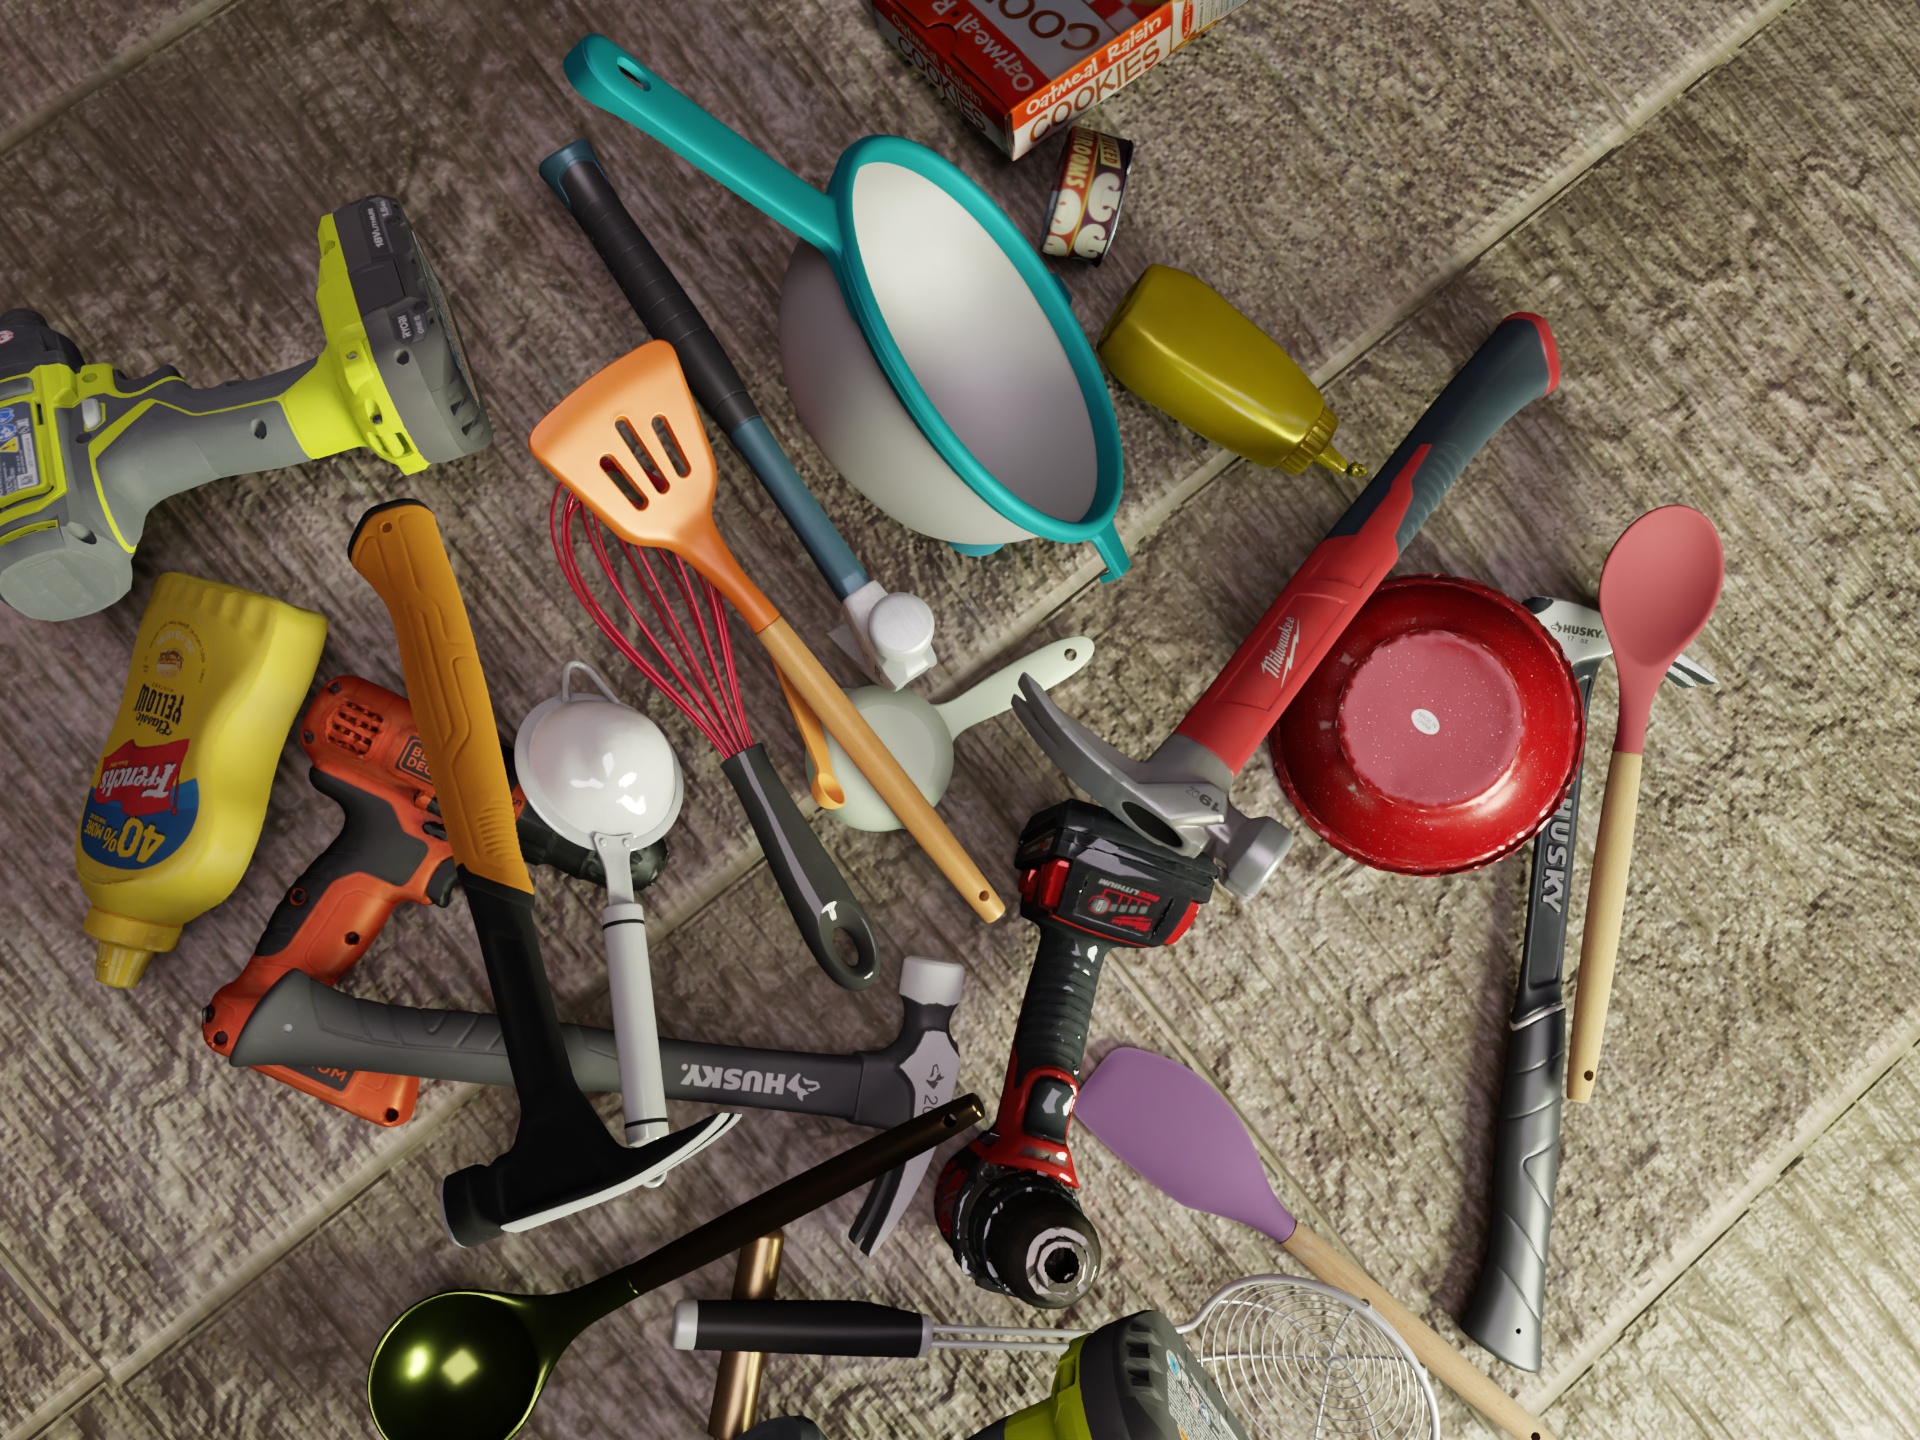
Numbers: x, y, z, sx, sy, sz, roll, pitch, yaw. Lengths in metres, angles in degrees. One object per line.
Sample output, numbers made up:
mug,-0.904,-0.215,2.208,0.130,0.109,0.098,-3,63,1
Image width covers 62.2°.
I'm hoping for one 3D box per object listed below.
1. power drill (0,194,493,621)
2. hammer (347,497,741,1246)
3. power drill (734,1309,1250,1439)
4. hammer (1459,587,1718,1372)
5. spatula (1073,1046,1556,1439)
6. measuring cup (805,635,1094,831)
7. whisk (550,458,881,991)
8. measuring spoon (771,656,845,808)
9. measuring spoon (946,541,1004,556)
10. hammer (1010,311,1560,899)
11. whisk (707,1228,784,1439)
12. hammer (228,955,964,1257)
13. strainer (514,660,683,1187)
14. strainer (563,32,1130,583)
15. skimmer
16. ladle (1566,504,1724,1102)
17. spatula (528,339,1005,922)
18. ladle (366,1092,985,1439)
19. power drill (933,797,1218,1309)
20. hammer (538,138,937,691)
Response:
power drill,-0.351,-0.158,0.749,0.223,0.080,0.171,-21,62,-7
hammer,-0.206,0.048,0.708,0.127,0.034,0.337,-21,74,3
power drill,0.022,0.381,0.734,0.228,0.080,0.190,-27,108,16
hammer,0.316,0.138,0.855,0.149,0.036,0.409,8,85,-8
spatula,0.192,0.282,0.834,0.316,0.018,0.060,41,83,-2
measuring cup,-0.001,-0.003,0.817,0.167,0.038,0.083,-29,90,-7
whisk,-0.116,0.000,0.778,0.073,0.073,0.296,-28,85,-9
measuring spoon,-0.080,0.000,0.790,0.011,0.021,0.117,-39,50,18
measuring spoon,-0.019,-0.141,0.834,0.042,0.021,0.128,-41,93,-9
hammer,0.186,-0.093,0.797,0.143,0.038,0.386,37,63,9
whisk,-0.120,0.370,0.775,0.051,0.047,0.245,13,80,-19
hammer,-0.163,0.167,0.751,0.334,0.035,0.146,11,85,-20
strainer,-0.155,0.083,0.734,0.086,0.050,0.259,4,67,-38
strainer,-0.059,-0.182,0.720,0.340,0.095,0.211,24,49,-46
skimmer,0.045,0.317,0.762,0.363,0.090,0.127,7,109,-12
ladle,0.348,0.043,0.836,0.069,0.031,0.315,10,87,-9
spatula,-0.075,-0.027,0.756,0.081,0.041,0.322,-41,103,-15
ladle,-0.131,0.249,0.728,0.320,0.062,0.078,-29,84,10
power drill,0.050,0.156,0.742,0.080,0.188,0.227,18,80,-5
hammer,-0.112,-0.154,0.785,0.033,0.128,0.331,-33,82,-8
